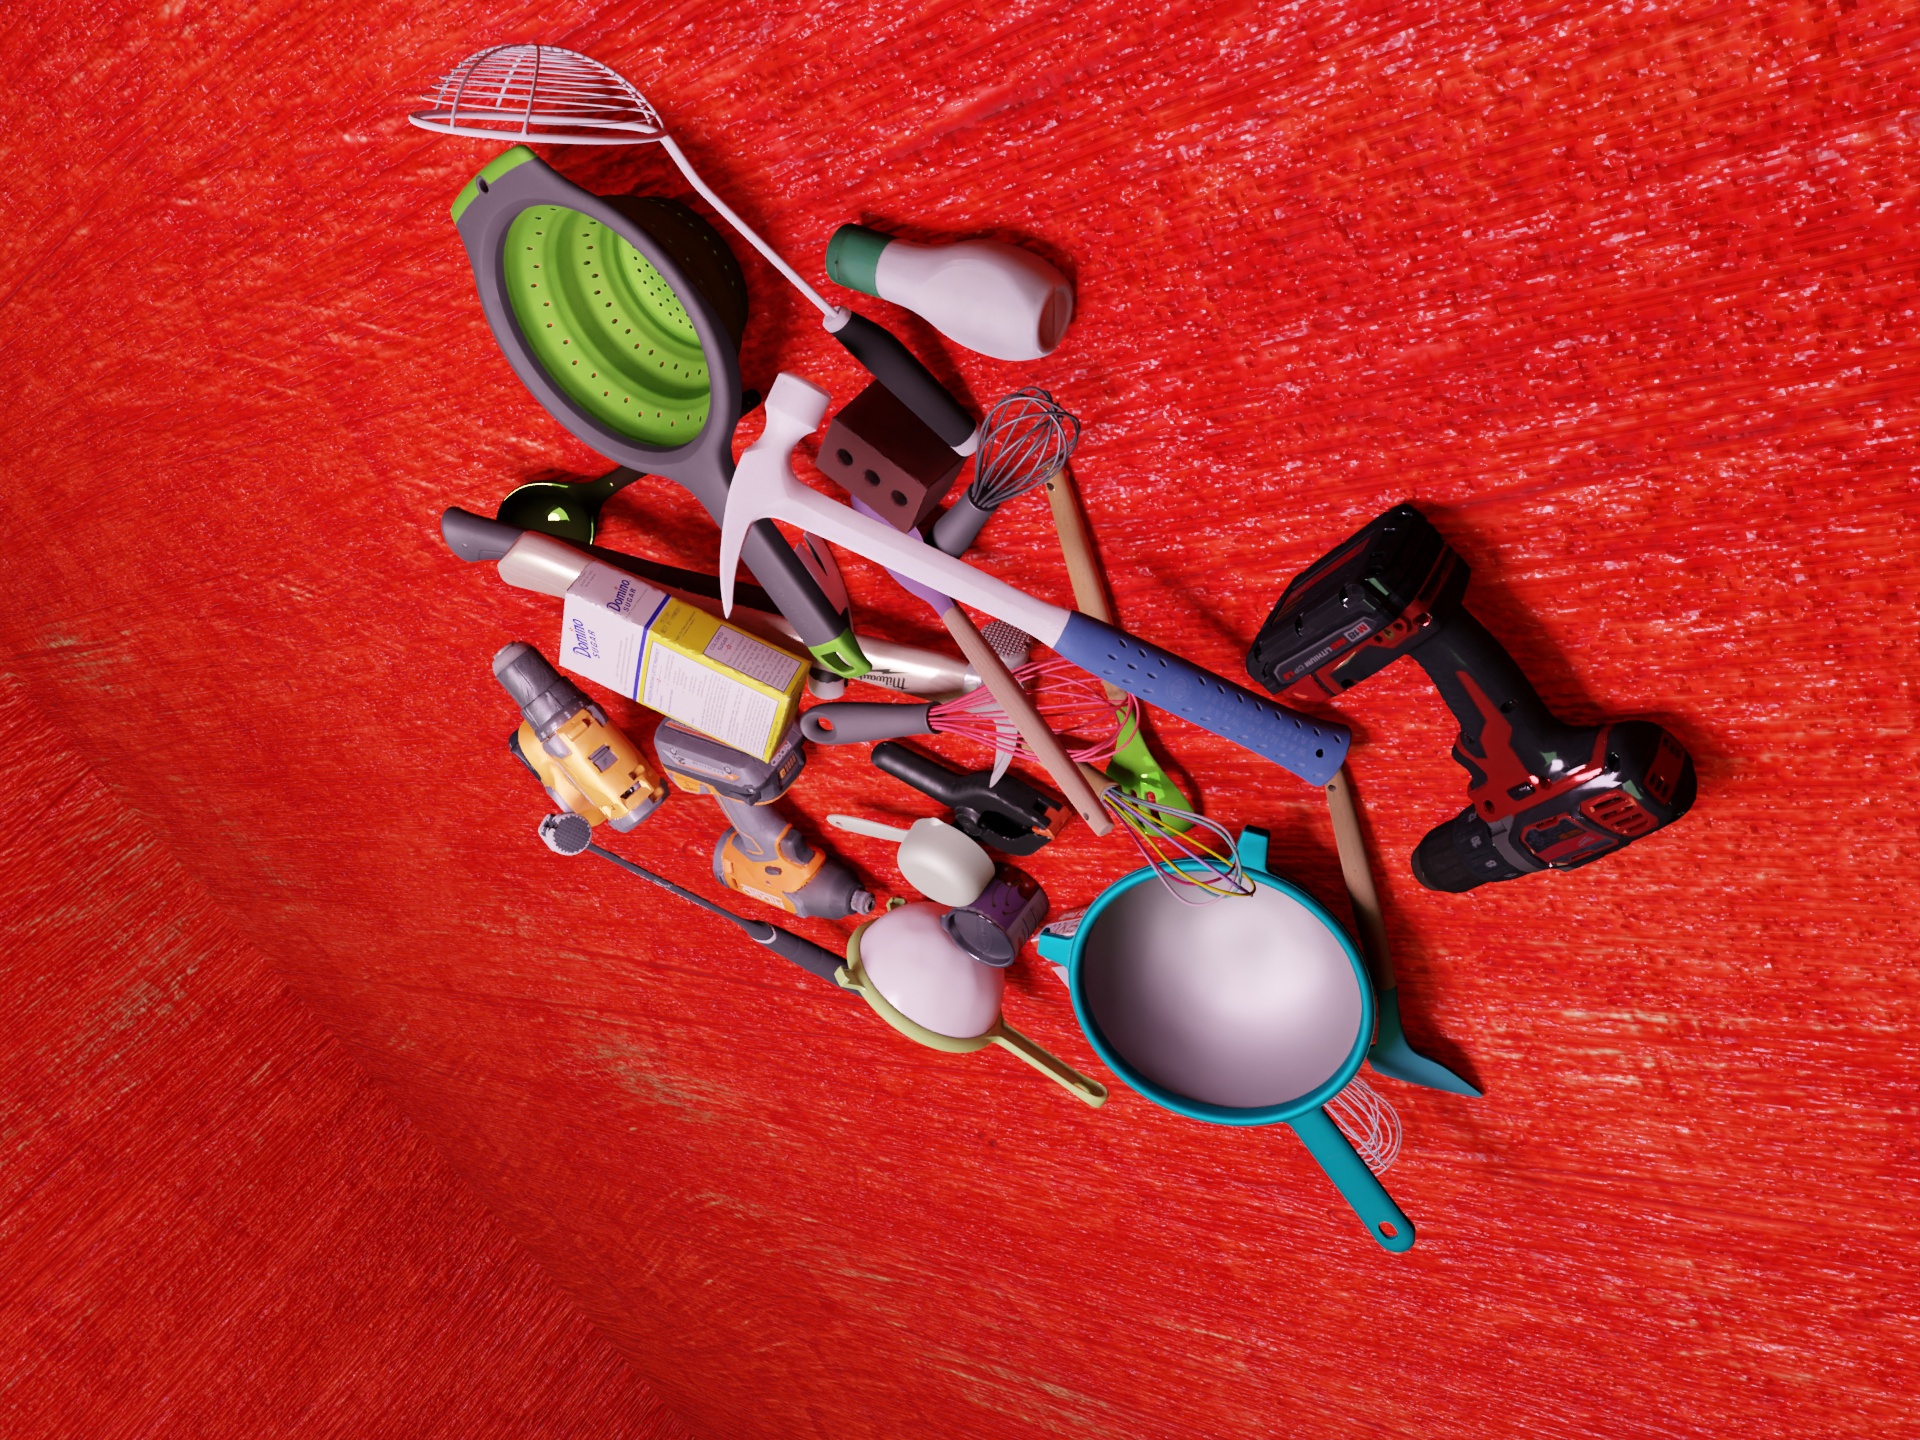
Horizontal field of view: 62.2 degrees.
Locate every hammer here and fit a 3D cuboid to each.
[{"bbox_3d":[-0.200,0.185,1.449,0.408,0.036,0.149,30,167,-19],"label":"hammer"},{"bbox_3d":[0.048,-0.054,0.953,0.405,0.144,0.035,25,-175,-10],"label":"hammer"},{"bbox_3d":[-0.242,-0.114,1.213,0.335,0.035,0.146,15,138,11],"label":"hammer"},{"bbox_3d":[-0.148,-0.059,1.172,0.411,0.038,0.146,16,140,11],"label":"hammer"}]

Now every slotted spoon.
[{"bbox_3d":[0.098,-0.035,1.056,0.070,0.031,0.313,12,135,39],"label":"slotted spoon"}]

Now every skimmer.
[{"bbox_3d":[-0.132,-0.245,0.899,0.363,0.090,0.127,38,-175,-33],"label":"skimmer"}]

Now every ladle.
[{"bbox_3d":[-0.251,-0.181,1.192,0.320,0.062,0.078,-16,121,47],"label":"ladle"}]

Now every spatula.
[{"bbox_3d":[0.007,-0.049,1.021,0.316,0.018,0.059,55,148,28],"label":"spatula"},{"bbox_3d":[0.289,0.153,1.090,0.082,0.044,0.317,6,128,39],"label":"spatula"}]

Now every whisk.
[{"bbox_3d":[0.110,0.058,1.063,0.245,0.047,0.051,36,145,51],"label":"whisk"},{"bbox_3d":[0.011,-0.139,0.997,0.055,0.055,0.239,42,152,-2],"label":"whisk"},{"bbox_3d":[0.226,0.240,1.213,0.284,0.070,0.070,46,144,0],"label":"whisk"},{"bbox_3d":[-0.002,-0.003,1.085,0.296,0.073,0.073,-3,126,40],"label":"whisk"}]

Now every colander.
[{"bbox_3d":[-0.160,-0.205,1.048,0.204,0.094,0.396,-12,120,48],"label":"colander"}]

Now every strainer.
[{"bbox_3d":[0.226,0.223,1.130,0.211,0.095,0.340,-32,100,29],"label":"strainer"},{"bbox_3d":[0.028,0.232,1.340,0.256,0.151,0.069,34,115,4],"label":"strainer"}]

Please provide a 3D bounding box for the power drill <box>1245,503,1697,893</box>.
[{"bbox_3d":[0.271,0.006,0.904,0.226,0.080,0.188,41,145,-6],"label":"power drill"}]

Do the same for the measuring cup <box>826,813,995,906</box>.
[{"bbox_3d":[-0.051,0.108,1.281,0.168,0.038,0.083,12,146,34],"label":"measuring cup"}]

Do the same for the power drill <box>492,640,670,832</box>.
[{"bbox_3d":[-0.348,0.015,1.412,0.185,0.084,0.226,50,164,-9],"label":"power drill"}]

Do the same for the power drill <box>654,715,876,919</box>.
[{"bbox_3d":[-0.162,0.086,1.379,0.164,0.084,0.226,17,143,29],"label":"power drill"}]
